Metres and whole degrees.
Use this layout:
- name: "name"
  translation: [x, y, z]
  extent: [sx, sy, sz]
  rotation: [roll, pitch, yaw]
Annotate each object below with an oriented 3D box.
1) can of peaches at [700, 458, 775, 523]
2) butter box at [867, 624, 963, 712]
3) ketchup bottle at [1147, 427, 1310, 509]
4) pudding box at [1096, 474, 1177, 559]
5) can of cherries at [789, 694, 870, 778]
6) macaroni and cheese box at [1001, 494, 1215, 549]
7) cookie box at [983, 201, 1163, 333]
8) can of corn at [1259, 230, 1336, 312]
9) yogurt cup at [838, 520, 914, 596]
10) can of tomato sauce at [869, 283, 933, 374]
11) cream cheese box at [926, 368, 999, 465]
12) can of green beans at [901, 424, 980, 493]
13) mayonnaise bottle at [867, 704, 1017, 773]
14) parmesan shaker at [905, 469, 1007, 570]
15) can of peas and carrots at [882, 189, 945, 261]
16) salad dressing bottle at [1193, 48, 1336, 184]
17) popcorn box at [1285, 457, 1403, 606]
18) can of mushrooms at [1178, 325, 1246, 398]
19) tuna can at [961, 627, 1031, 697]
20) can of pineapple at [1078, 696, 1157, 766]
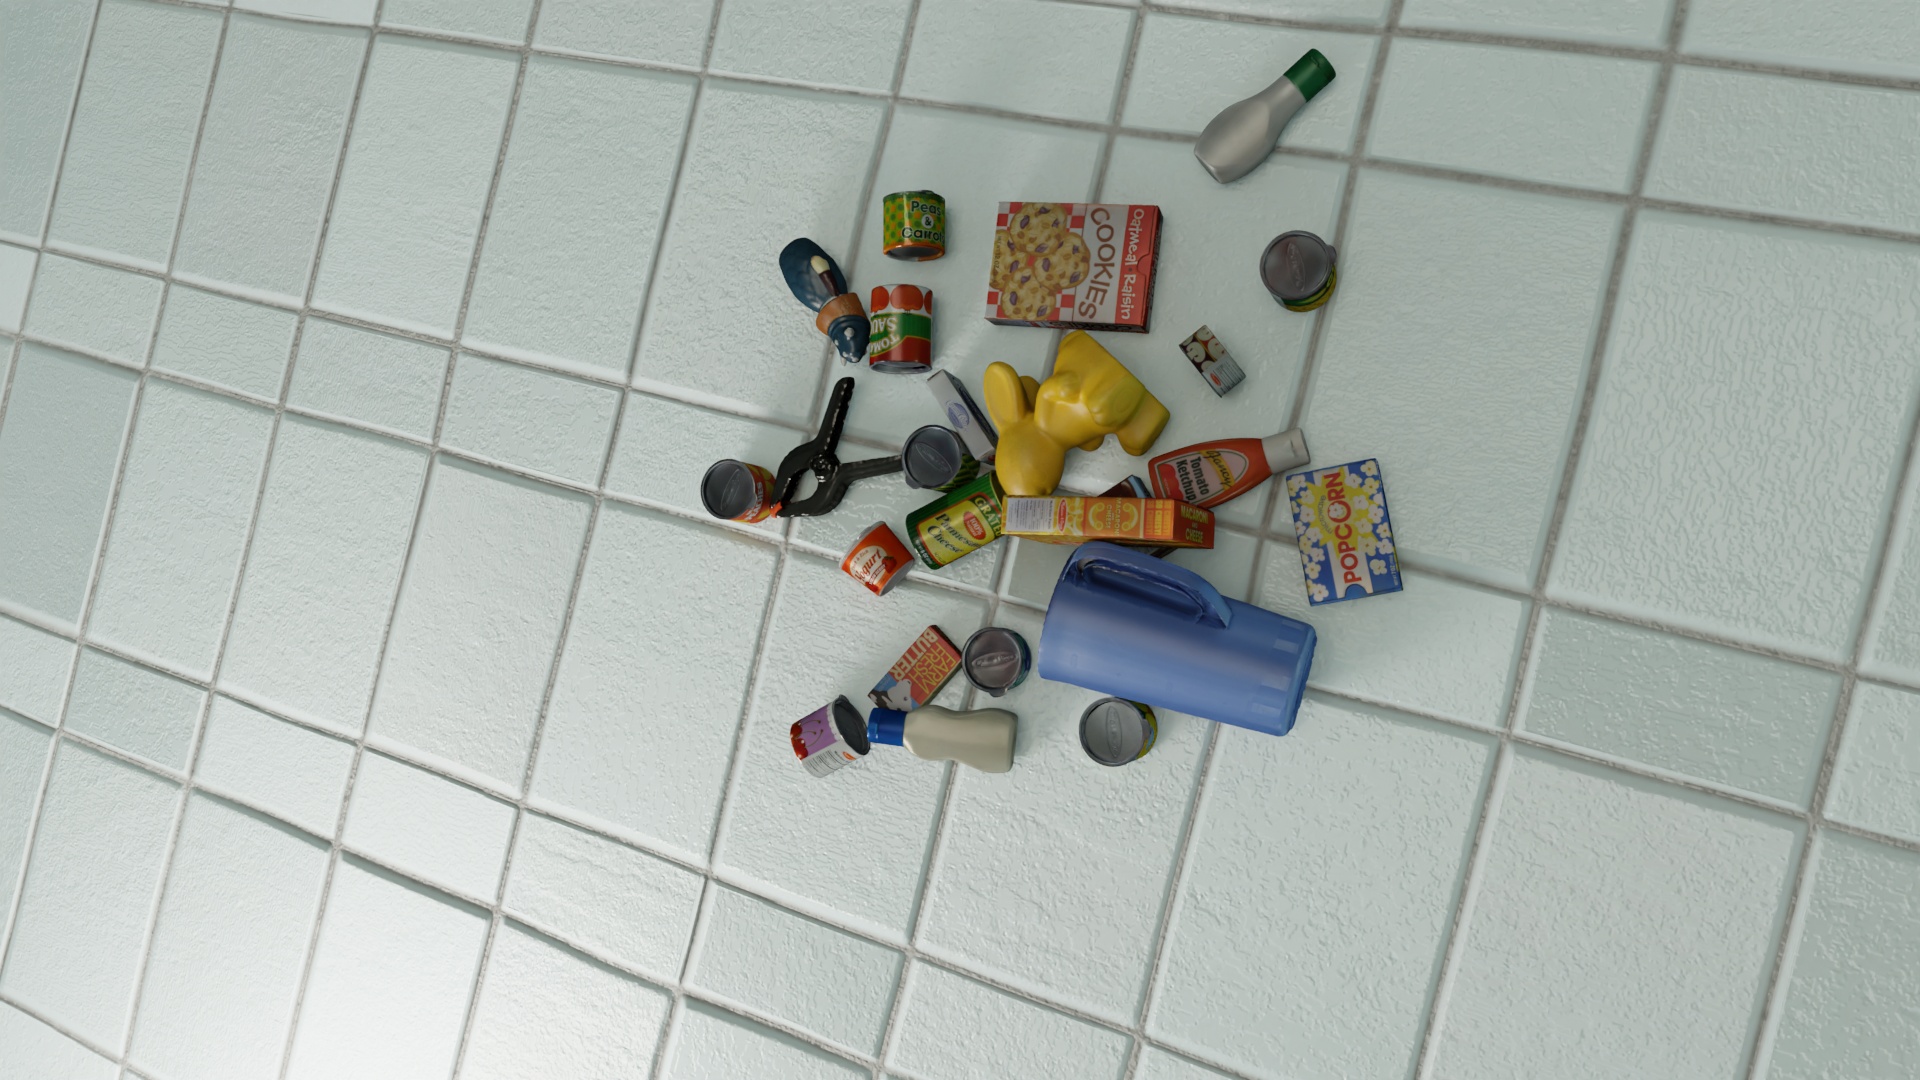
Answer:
- name: "can of peaches"
  translation: [-0.237, -0.052, 1.509]
  extent: [0.071, 0.058, 0.071]
  rotation: [-2, 85, 19]
- name: "butter box"
  translation: [-0.044, 0.142, 1.441]
  extent: [0.053, 0.024, 0.103]
  rotation: [44, 101, 17]
- name: "ketchup bottle"
  translation: [0.259, -0.070, 1.336]
  extent: [0.148, 0.043, 0.064]
  rotation: [-17, 86, 18]
- name: "pudding box"
  translation: [0.174, -0.018, 1.370]
  extent: [0.049, 0.030, 0.084]
  rotation: [-34, 75, 16]
- name: "can of cherries"
  translation: [-0.136, 0.204, 1.450]
  extent: [0.058, 0.071, 0.071]
  rotation: [-31, 76, 17]
- name: "macaroni and cheese box"
  translation: [0.139, -0.017, 1.297]
  extent: [0.166, 0.124, 0.040]
  rotation: [2, 86, 27]
- name: "cookie box"
  translation: [0.115, -0.277, 1.407]
  extent: [0.167, 0.040, 0.123]
  rotation: [7, 88, 20]
- name: "can of corn"
  translation: [0.324, -0.255, 1.319]
  extent: [0.071, 0.058, 0.071]
  rotation: [-2, 85, 20]
- name: "yogurt cup"
  translation: [-0.085, 0.021, 1.446]
  extent: [0.054, 0.072, 0.072]
  rotation: [43, 101, 10]
- name: "can of tomato sauce"
  translation: [-0.063, -0.221, 1.452]
  extent: [0.071, 0.071, 0.083]
  rotation: [-1, 85, 20]
- name: "cream cheese box"
  translation: [0.007, -0.125, 1.428]
  extent: [0.024, 0.053, 0.104]
  rotation: [-36, 75, 13]
- name: "can of green beans"
  translation: [-0.020, -0.083, 1.432]
  extent: [0.071, 0.058, 0.071]
  rotation: [-1, 86, 20]
- name: "mayonnaise bottle"
  translation: [-0.018, 0.195, 1.404]
  extent: [0.148, 0.041, 0.064]
  rotation: [6, 92, 9]
- name: "parmesan shaker"
  translation: [0.005, -0.018, 1.415]
  extent: [0.103, 0.071, 0.071]
  rotation: [-28, 77, 17]
- name: "can of peas and carrots"
  translation: [-0.047, -0.329, 1.455]
  extent: [0.071, 0.071, 0.058]
  rotation: [-1, 86, 20]
- name: "salad dressing bottle"
  translation: [0.296, -0.413, 1.350]
  extent: [0.147, 0.044, 0.064]
  rotation: [-41, 72, 12]
- name: "popcorn box"
  translation: [0.359, -0.007, 1.298]
  extent: [0.085, 0.038, 0.127]
  rotation: [-12, 82, 18]
- name: "can of mushrooms"
  translation: [0.242, -0.174, 1.340]
  extent: [0.033, 0.071, 0.071]
  rotation: [-39, 74, 14]
- name: "tuna can"
  translation: [0.037, 0.123, 1.408]
  extent: [0.071, 0.033, 0.071]
  rotation: [-2, 85, 20]
- name: "can of pineapple"
  translation: [0.155, 0.184, 1.347]
  extent: [0.071, 0.058, 0.071]
  rotation: [-1, 86, 20]
